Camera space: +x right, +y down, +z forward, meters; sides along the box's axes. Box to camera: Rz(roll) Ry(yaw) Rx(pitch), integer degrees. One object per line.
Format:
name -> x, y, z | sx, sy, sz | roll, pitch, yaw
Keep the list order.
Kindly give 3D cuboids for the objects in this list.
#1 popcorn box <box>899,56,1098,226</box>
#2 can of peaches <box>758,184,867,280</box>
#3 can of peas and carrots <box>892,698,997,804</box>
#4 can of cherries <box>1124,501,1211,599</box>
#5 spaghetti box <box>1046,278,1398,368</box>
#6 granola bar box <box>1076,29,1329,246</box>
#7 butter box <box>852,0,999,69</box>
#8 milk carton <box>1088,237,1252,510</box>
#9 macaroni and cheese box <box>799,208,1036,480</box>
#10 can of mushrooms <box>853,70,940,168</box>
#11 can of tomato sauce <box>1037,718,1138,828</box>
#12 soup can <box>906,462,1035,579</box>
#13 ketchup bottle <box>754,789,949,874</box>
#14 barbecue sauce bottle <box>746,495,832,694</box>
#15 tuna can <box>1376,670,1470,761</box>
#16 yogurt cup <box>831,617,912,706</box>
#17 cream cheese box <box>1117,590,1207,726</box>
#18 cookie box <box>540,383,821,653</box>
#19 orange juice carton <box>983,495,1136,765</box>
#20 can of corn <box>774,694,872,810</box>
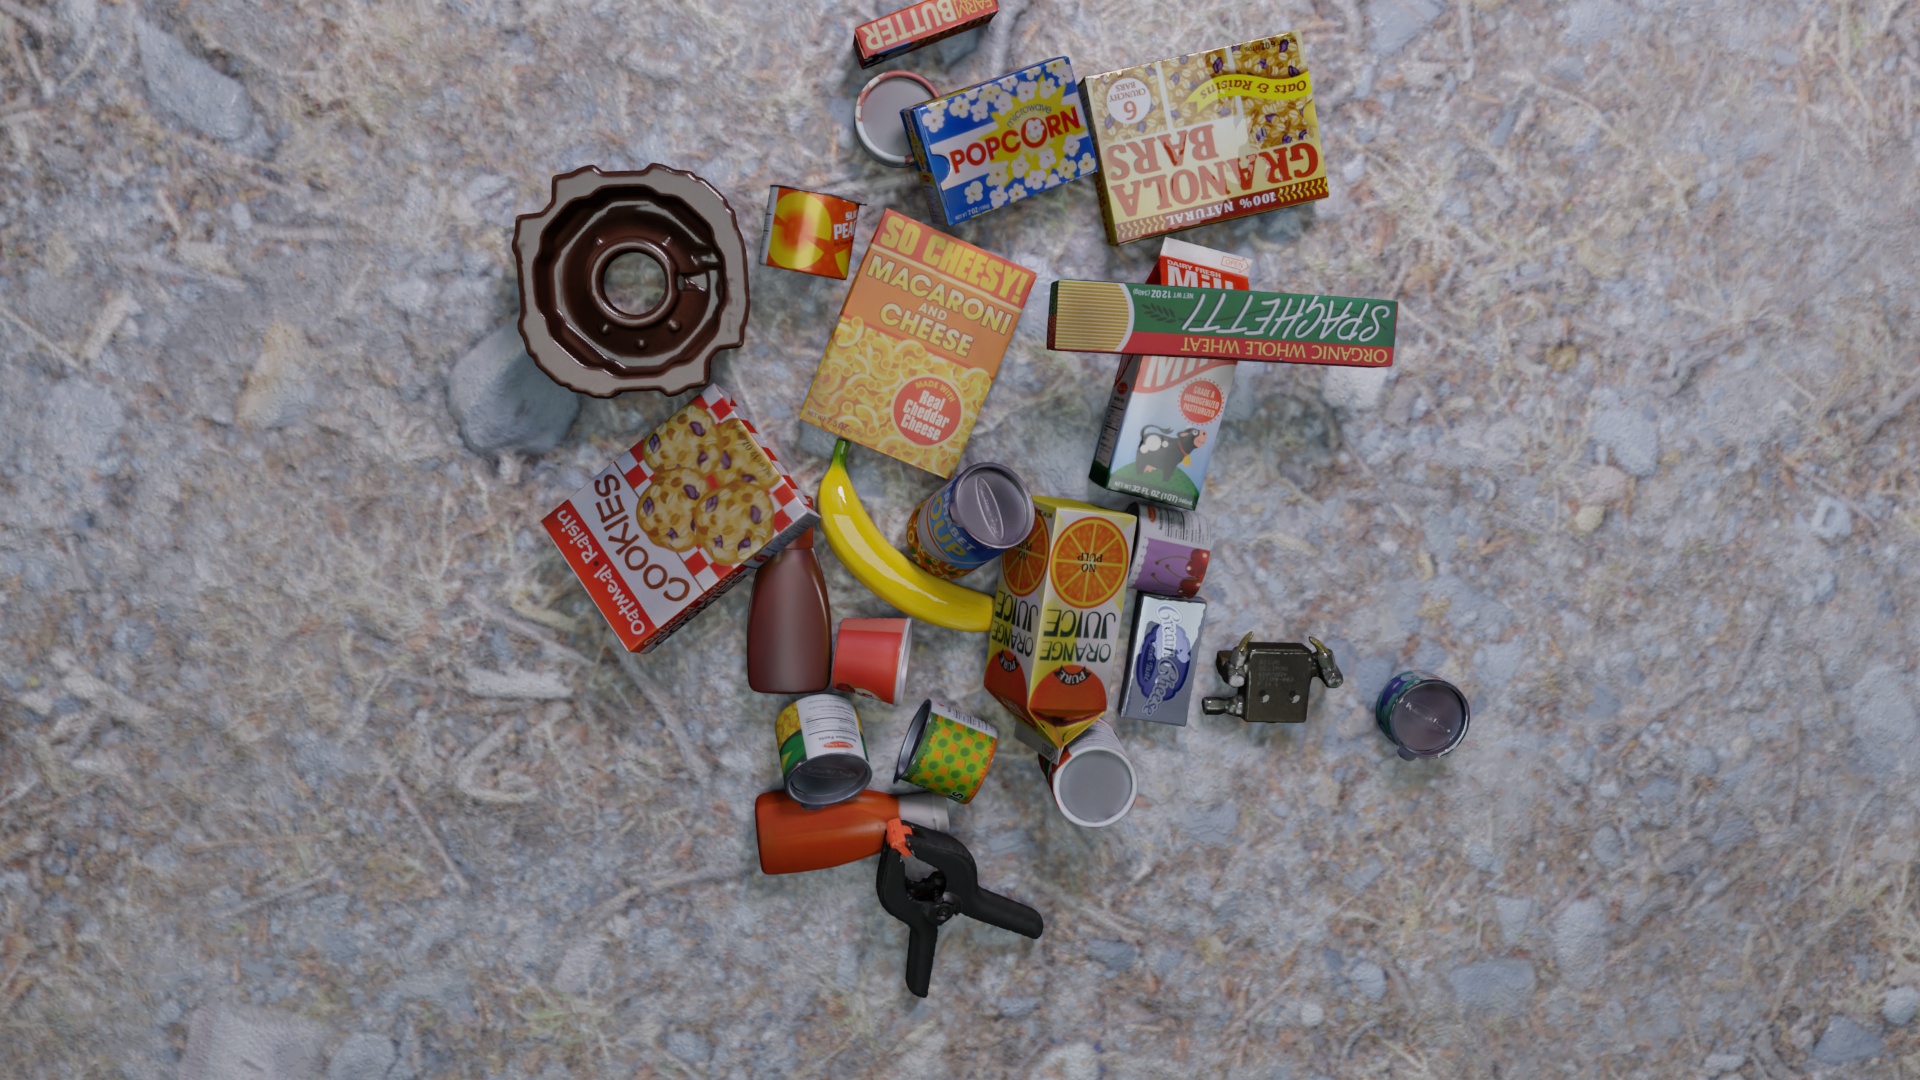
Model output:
popcorn box -> 0.029, -0.287, 0.998 | 0.127, 0.038, 0.085 | -24, 113, -16
can of peaches -> -0.107, -0.221, 1.004 | 0.071, 0.071, 0.058 | 10, 99, -6
can of peas and carrots -> -0.012, 0.166, 1.073 | 0.059, 0.071, 0.071 | 23, 97, -9
can of cherries -> 0.154, 0.010, 1.064 | 0.058, 0.071, 0.071 | 10, 98, -7
spaghetti box -> 0.187, -0.153, 0.984 | 0.250, 0.029, 0.050 | 2, 96, -7
granola bar box -> 0.180, -0.297, 1.030 | 0.166, 0.039, 0.124 | -13, 100, -2
butter box -> -0.026, -0.369, 0.995 | 0.103, 0.053, 0.024 | -21, 102, -1
milk carton -> 0.160, -0.125, 1.038 | 0.072, 0.073, 0.190 | 13, 97, -7
macaroni and cheese box -> -0.032, -0.146, 1.036 | 0.124, 0.040, 0.166 | 22, 97, -8
can of mushrooms -> -0.043, -0.309, 1.013 | 0.071, 0.033, 0.071 | -1, 99, -4
can of tomato sauce -> 0.098, 0.179, 1.075 | 0.071, 0.083, 0.071 | -1, 100, -4
soup can -> 0.004, -0.013, 1.026 | 0.071, 0.083, 0.071 | 10, 68, -25
ketchup bottle -> -0.084, 0.222, 1.087 | 0.149, 0.043, 0.064 | -5, 103, -4
barbecue sauce bottle -> -0.130, 0.040, 1.055 | 0.065, 0.044, 0.148 | 0, 98, -6
tuna can -> 0.370, 0.142, 1.118 | 0.071, 0.033, 0.071 | -1, 99, -5
yogurt cup -> -0.067, 0.089, 1.059 | 0.054, 0.072, 0.072 | 8, 99, 2
cream cheese box -> 0.159, 0.093, 1.097 | 0.053, 0.024, 0.103 | 8, 98, -6
cookie box -> -0.206, -0.014, 1.020 | 0.167, 0.040, 0.123 | -38, 78, 4
orange juice carton -> 0.070, 0.066, 1.047 | 0.073, 0.072, 0.192 | 5, 97, -28
can of corn -> -0.106, 0.161, 1.057 | 0.071, 0.058, 0.070 | -10, 137, -9
